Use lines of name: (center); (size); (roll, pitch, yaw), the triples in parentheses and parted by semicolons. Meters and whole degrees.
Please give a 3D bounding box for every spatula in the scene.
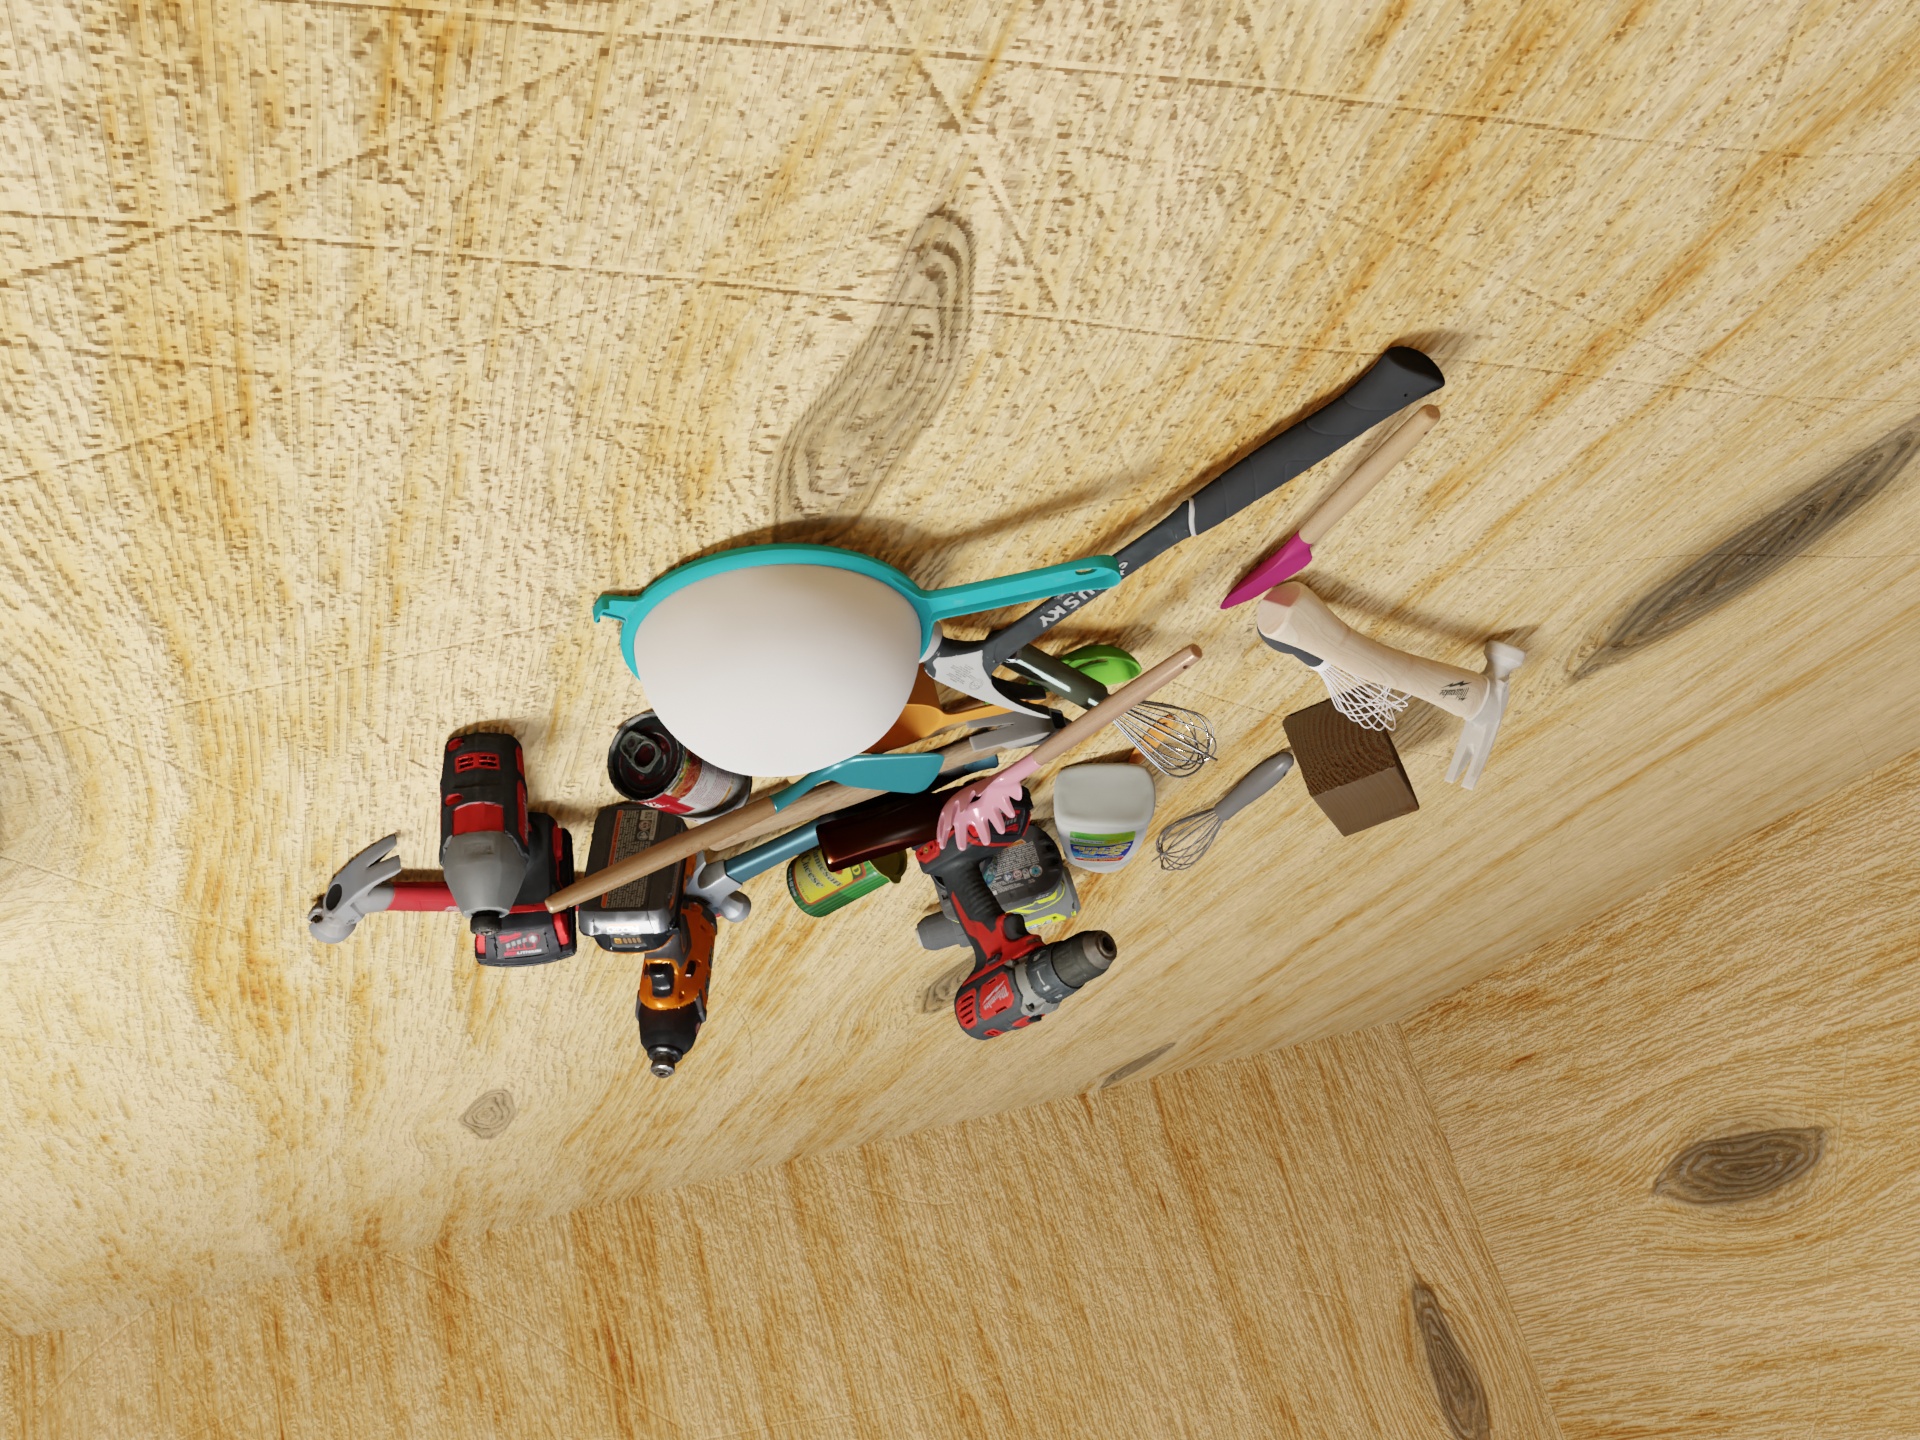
spatula: (-0.162, 0.084, 1.215); (0.317, 0.044, 0.082); (-24, 165, -22)

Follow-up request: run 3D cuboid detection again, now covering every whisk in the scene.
whisk: (0.336, -0.049, 1.433); (0.070, 0.070, 0.284); (-29, 150, 26)
whisk: (0.288, 0.100, 1.760); (0.055, 0.055, 0.239); (0, 148, -36)
whisk: (0.115, -0.015, 1.275); (0.246, 0.059, 0.058); (26, 94, -30)

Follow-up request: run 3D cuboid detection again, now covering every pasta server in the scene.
pasta server: (0.082, 0.025, 1.267); (0.060, 0.040, 0.316); (8, 149, -38)

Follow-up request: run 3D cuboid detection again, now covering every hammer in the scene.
hammer: (-0.360, 0.150, 1.410); (0.386, 0.038, 0.143); (6, 147, -44)
hammer: (-0.110, 0.092, 1.442); (0.331, 0.033, 0.128); (-26, 146, 15)
hammer: (0.147, -0.126, 1.099); (0.409, 0.036, 0.149); (-33, 136, 27)
hammer: (0.384, -0.038, 1.423); (0.410, 0.146, 0.038); (15, -175, -46)
hammer: (-0.069, 0.050, 1.344); (0.331, 0.031, 0.130); (-19, 167, 15)

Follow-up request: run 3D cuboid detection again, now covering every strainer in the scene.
strainer: (-0.057, -0.034, 1.050); (0.340, 0.095, 0.210); (-12, 151, 10)

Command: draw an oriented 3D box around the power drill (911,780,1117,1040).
power drill: (0.049, 0.171, 1.502); (0.080, 0.227, 0.188); (6, 149, -44)

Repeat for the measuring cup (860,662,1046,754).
measuring cup: (-0.021, -0.022, 1.227); (0.173, 0.052, 0.095); (-10, 158, -16)

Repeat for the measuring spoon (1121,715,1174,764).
measuring spoon: (0.179, 0.023, 1.544); (0.021, 0.011, 0.116); (4, 148, -19)

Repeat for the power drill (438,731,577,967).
power drill: (-0.341, 0.111, 1.191); (0.078, 0.143, 0.219); (-5, 158, -8)

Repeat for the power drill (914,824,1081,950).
power drill: (0.034, 0.196, 1.757); (0.190, 0.080, 0.228); (-17, 161, -1)

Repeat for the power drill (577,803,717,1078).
power drill: (-0.261, 0.193, 1.364); (0.084, 0.164, 0.226); (-1, 142, 3)

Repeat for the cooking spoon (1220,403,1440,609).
cooking spoon: (0.262, -0.145, 1.146); (0.068, 0.017, 0.318); (-21, 168, -19)

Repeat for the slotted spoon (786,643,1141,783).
slotted spoon: (-0.002, -0.004, 1.323); (0.314, 0.031, 0.070); (-20, 157, 11)
